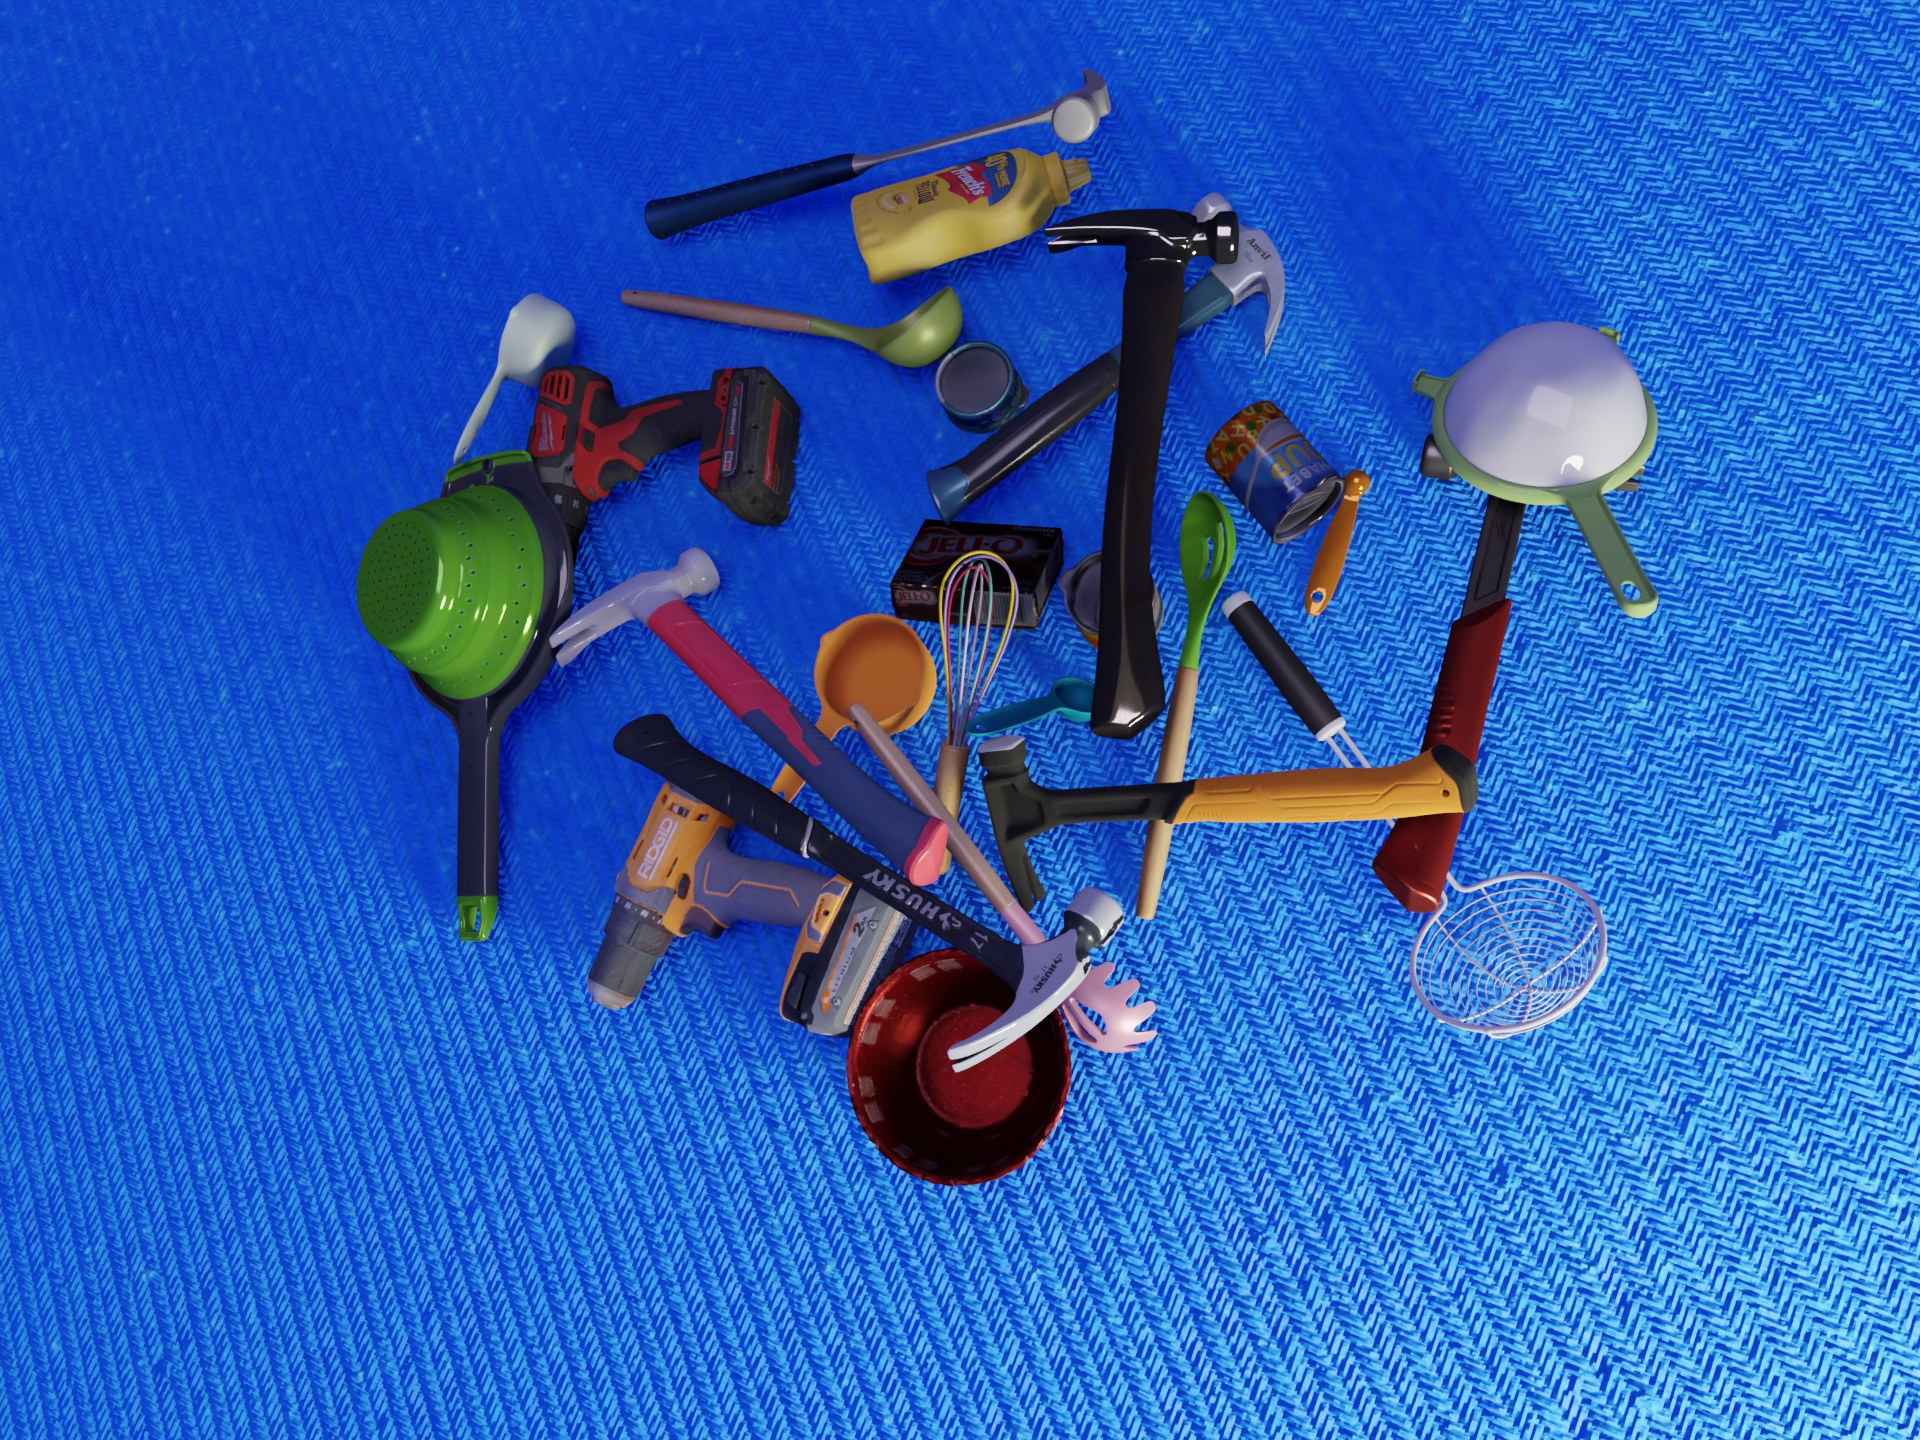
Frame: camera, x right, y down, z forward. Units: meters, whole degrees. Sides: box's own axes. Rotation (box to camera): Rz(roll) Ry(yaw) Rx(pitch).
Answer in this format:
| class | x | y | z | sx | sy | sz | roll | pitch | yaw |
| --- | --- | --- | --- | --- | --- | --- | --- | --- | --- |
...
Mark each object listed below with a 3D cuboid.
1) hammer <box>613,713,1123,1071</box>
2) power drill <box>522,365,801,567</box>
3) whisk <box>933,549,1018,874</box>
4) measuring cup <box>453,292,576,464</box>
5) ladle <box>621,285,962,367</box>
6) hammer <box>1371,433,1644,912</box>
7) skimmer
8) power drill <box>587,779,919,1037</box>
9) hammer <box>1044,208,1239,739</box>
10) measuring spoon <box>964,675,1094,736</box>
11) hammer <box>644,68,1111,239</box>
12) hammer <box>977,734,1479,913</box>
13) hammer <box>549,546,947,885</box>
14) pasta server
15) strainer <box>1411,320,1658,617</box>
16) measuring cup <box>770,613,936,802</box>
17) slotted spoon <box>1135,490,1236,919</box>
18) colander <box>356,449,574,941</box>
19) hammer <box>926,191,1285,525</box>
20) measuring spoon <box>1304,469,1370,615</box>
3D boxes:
| class | x | y | z | sx | sy | sz | roll | pitch | yaw |
| --- | --- | --- | --- | --- | --- | --- | --- | --- | --- |
| hammer | -0.094 | 0.095 | 1.112 | 0.409 | 0.036 | 0.149 | 27 | 62 | 28 |
| power drill | -0.254 | -0.198 | 1.291 | 0.227 | 0.080 | 0.188 | 2 | 77 | 18 |
| whisk | -0.004 | -0.004 | 1.145 | 0.051 | 0.047 | 0.245 | 30 | 116 | 48 |
| measuring cup | -0.371 | -0.279 | 1.332 | 0.038 | 0.083 | 0.168 | 21 | 72 | 4 |
| ladle | -0.146 | -0.340 | 1.307 | 0.320 | 0.062 | 0.078 | 14 | 46 | 21 |
| hammer | 0.352 | -0.039 | 1.067 | 0.149 | 0.036 | 0.359 | 12 | 66 | 19 |
| skimmer | 0.286 | 0.047 | 1.075 | 0.127 | 0.090 | 0.363 | -35 | 70 | 5 |
| power drill | -0.163 | 0.159 | 1.176 | 0.226 | 0.084 | 0.185 | 23 | 83 | 24 |
| hammer | 0.117 | -0.187 | 1.150 | 0.146 | 0.038 | 0.411 | 2 | 72 | 13 |
| measuring spoon | 0.052 | -0.002 | 1.151 | 0.128 | 0.021 | 0.042 | -17 | 50 | -35 |
| hammer | -0.072 | -0.457 | 1.300 | 0.405 | 0.144 | 0.035 | -7 | 118 | 21 |
| hammer | 0.171 | 0.060 | 1.055 | 0.337 | 0.034 | 0.127 | -6 | 106 | 31 |
| hammer | -0.151 | 0.004 | 1.151 | 0.143 | 0.038 | 0.387 | -34 | 51 | -20 |
| pasta server | 0.022 | 0.109 | 1.124 | 0.316 | 0.040 | 0.060 | 51 | 130 | 13 |
| strainer | 0.413 | -0.184 | 1.067 | 0.151 | 0.069 | 0.257 | -13 | 54 | 3 |
| measuring cup | -0.086 | 0.002 | 1.205 | 0.095 | 0.052 | 0.173 | 34 | 87 | 21 |
| slotted spoon | 0.160 | -0.012 | 1.152 | 0.031 | 0.070 | 0.314 | 13 | 83 | -20 |
| colander | -0.409 | -0.025 | 1.255 | 0.204 | 0.094 | 0.397 | -6 | 82 | 34 |
| hammer | 0.108 | -0.264 | 1.217 | 0.331 | 0.033 | 0.128 | -37 | 71 | -2 |
| measuring spoon | 0.275 | -0.131 | 1.164 | 0.021 | 0.011 | 0.117 | 18 | 82 | 18 |
